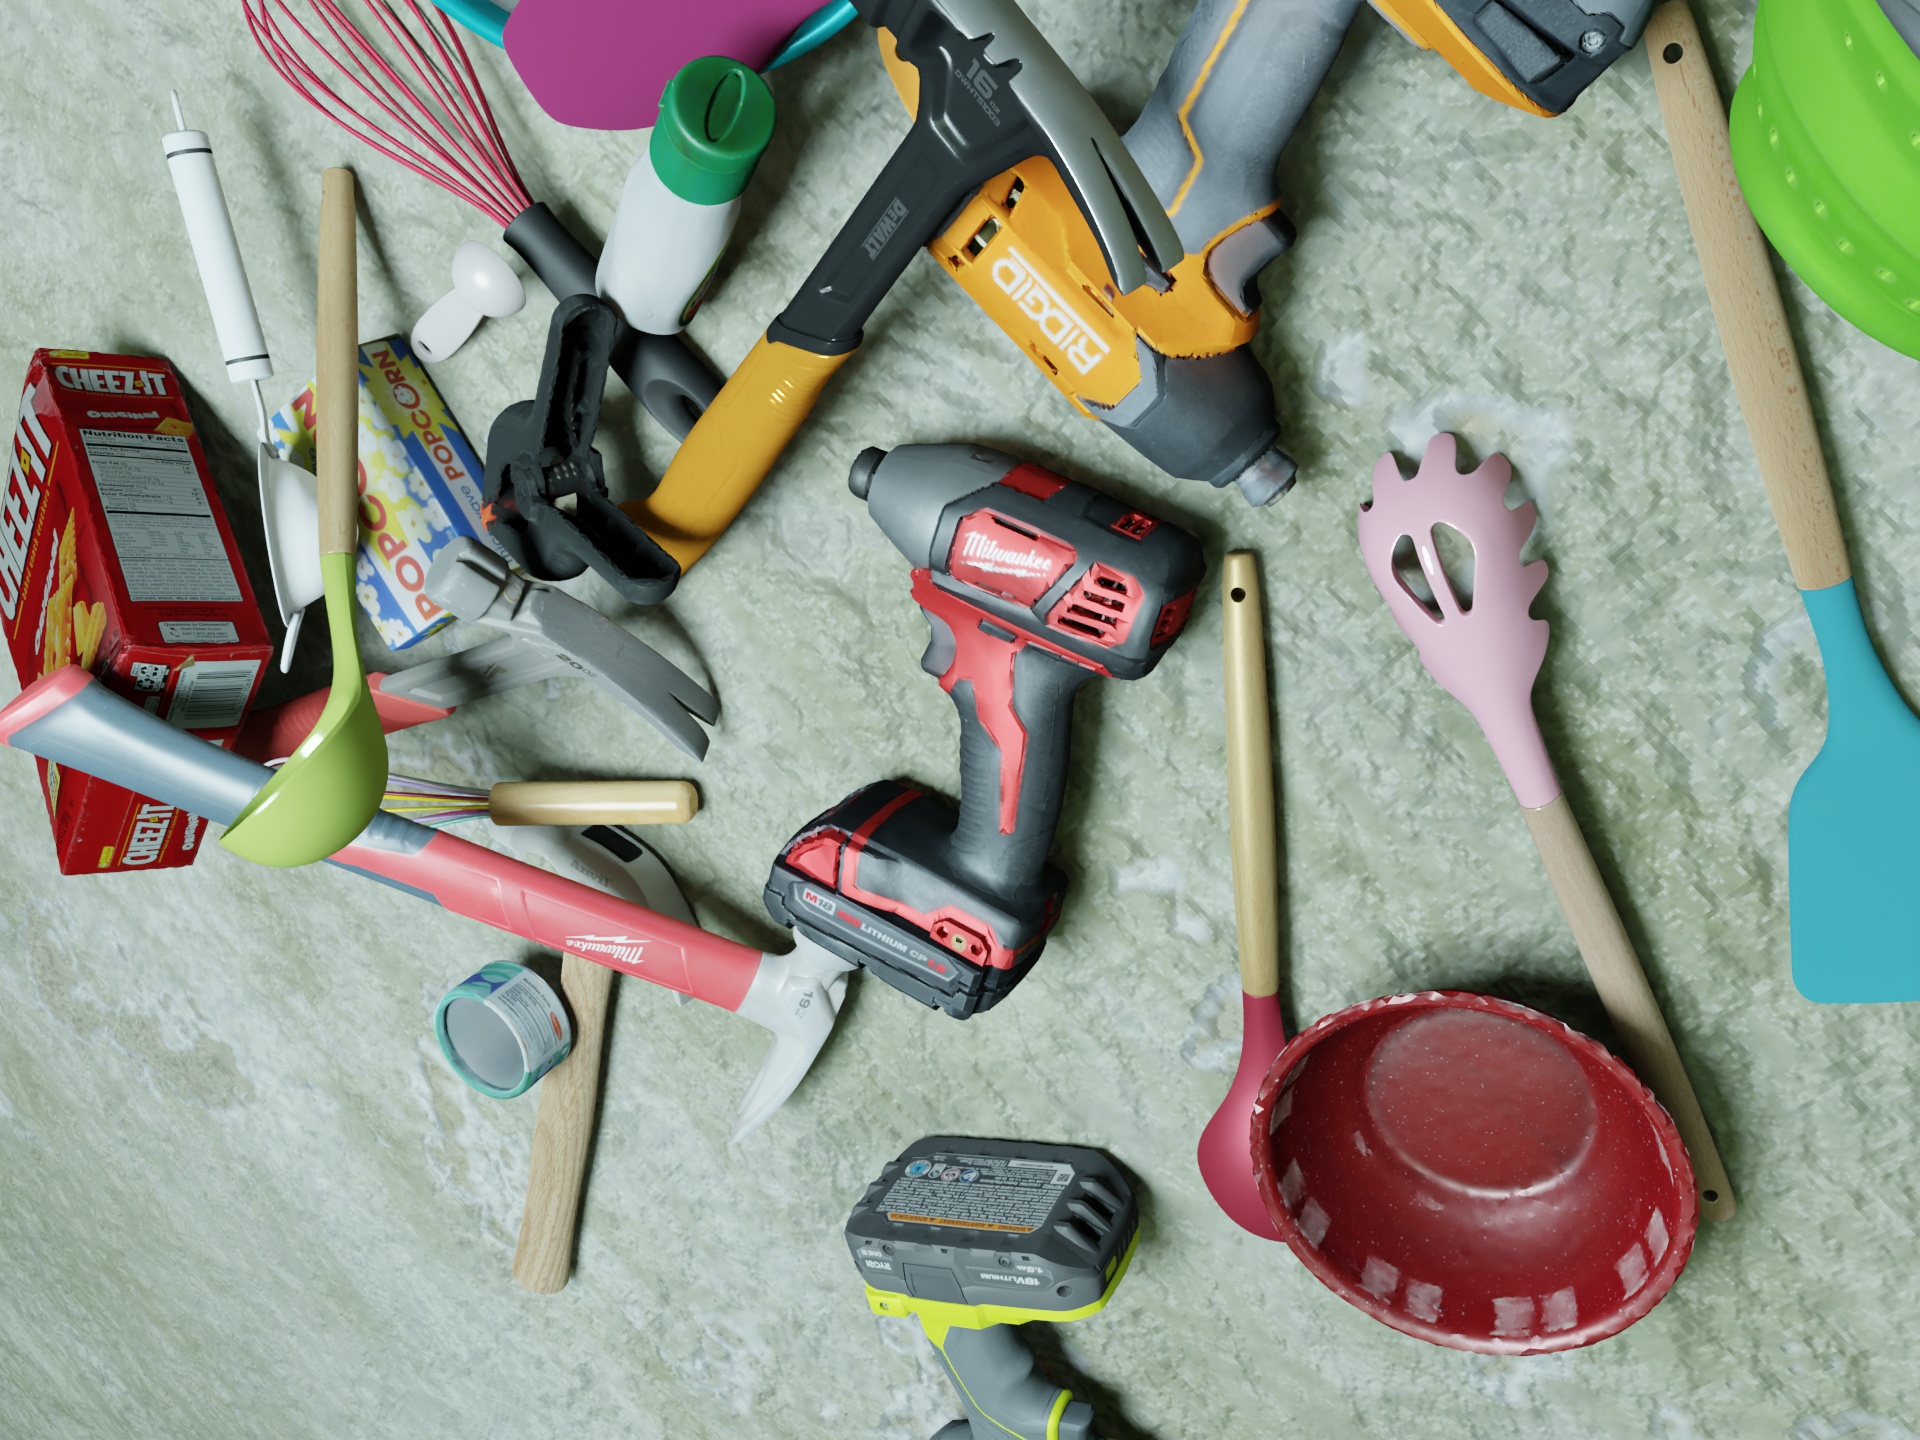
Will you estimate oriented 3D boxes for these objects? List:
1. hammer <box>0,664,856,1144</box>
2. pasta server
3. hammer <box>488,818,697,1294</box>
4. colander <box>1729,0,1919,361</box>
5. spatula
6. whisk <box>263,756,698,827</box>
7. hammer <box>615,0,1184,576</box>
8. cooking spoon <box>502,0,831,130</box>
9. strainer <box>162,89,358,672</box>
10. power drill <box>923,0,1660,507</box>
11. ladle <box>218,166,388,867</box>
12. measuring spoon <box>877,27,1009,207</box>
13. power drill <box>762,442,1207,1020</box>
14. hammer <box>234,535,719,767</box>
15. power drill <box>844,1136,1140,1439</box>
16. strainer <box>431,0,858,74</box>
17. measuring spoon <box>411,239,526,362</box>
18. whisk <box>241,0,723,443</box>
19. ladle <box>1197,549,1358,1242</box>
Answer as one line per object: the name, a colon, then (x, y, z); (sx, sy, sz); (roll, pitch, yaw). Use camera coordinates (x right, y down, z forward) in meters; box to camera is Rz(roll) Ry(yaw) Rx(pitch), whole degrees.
hammer: (-0.242, 0.080, 0.731); (0.386, 0.038, 0.143); (23, 118, -12)
pasta server: (0.221, 0.047, 0.576); (0.060, 0.040, 0.316); (-19, 105, 33)
hammer: (-0.211, 0.197, 0.871); (0.130, 0.031, 0.331); (26, 122, 17)
colander: (0.222, -0.221, 0.402); (0.397, 0.204, 0.094); (60, 153, 14)
spatula: (0.262, -0.064, 0.491); (0.082, 0.044, 0.317); (-15, 103, 34)
whisk: (-0.249, 0.043, 0.781); (0.245, 0.047, 0.051); (-1, 69, 10)
hammer: (-0.058, -0.123, 0.587); (0.127, 0.034, 0.337); (51, 142, -2)
cooking spoon: (-0.008, -0.259, 0.521); (0.319, 0.017, 0.068); (-12, 142, 17)
strainer: (-0.318, -0.152, 0.720); (0.087, 0.050, 0.258); (-152, 49, -70)
power drill: (0.104, -0.177, 0.501); (0.164, 0.084, 0.226); (46, 131, -5)
ladle: (-0.278, -0.096, 0.677); (0.078, 0.062, 0.320); (-22, 68, 48)
measuring spoon: (0.002, -0.210, 0.589); (0.021, 0.011, 0.117); (-30, 93, 17)
power drill: (-0.001, -0.002, 0.644); (0.143, 0.078, 0.219); (26, 119, 16)
hammer: (-0.287, -0.003, 0.801); (0.359, 0.037, 0.149); (-12, 142, 40)
power drill: (0.049, 0.319, 0.758); (0.190, 0.080, 0.228); (-5, 112, 30)
strainer: (-0.070, -0.359, 0.482); (0.210, 0.095, 0.340); (23, 136, -28)
measuring spoon: (-0.223, -0.174, 0.694); (0.034, 0.018, 0.124); (48, 151, -19)
whisk: (-0.195, -0.223, 0.663); (0.296, 0.073, 0.073); (48, 125, -6)
ladle: (0.122, 0.085, 0.645); (0.069, 0.031, 0.315); (0, 110, 20)
